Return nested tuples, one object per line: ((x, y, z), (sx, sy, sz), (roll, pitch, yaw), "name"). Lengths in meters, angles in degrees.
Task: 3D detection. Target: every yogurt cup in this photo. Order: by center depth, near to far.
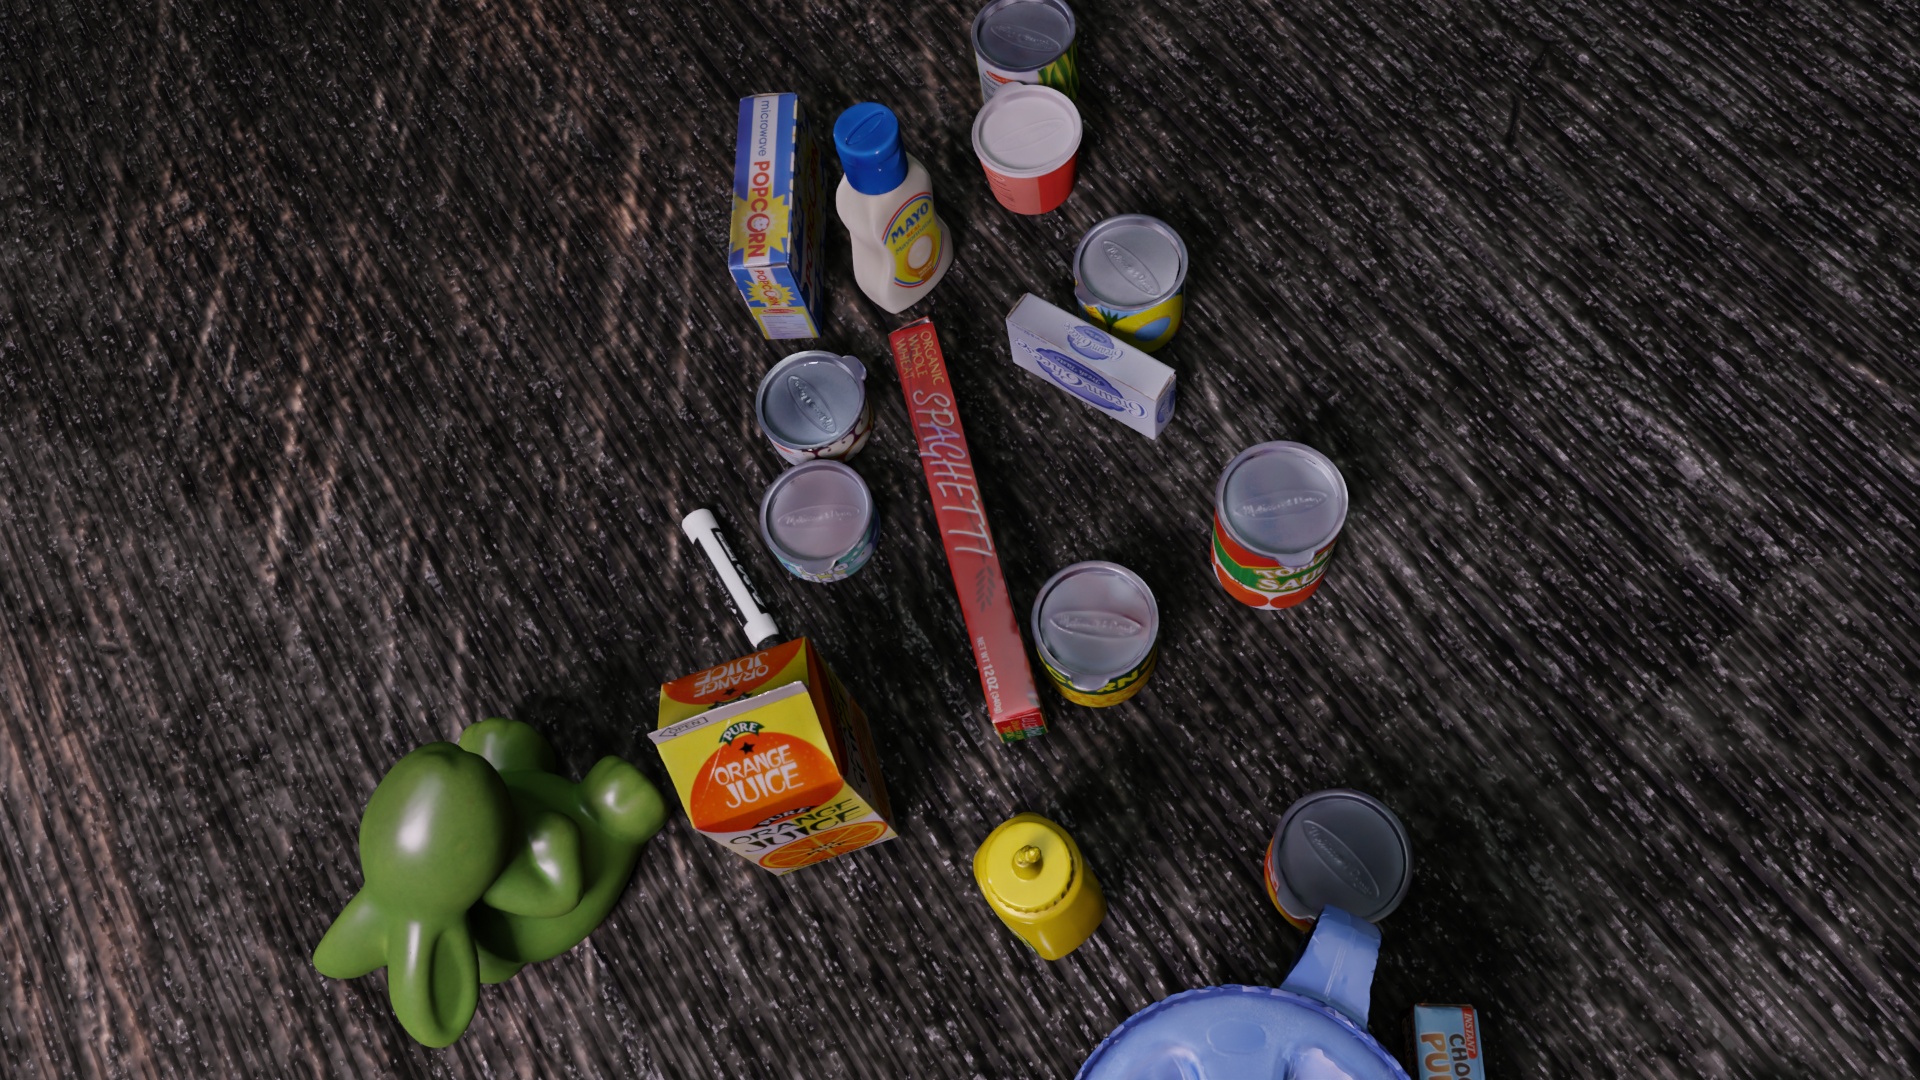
((0.044, -0.243, 0.874), (0.072, 0.053, 0.072), (-3, 68, 7), "yogurt cup")

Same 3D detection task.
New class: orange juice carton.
((-0.088, 0.105, 0.675), (0.072, 0.192, 0.073), (-18, 67, 0), "orange juice carton")

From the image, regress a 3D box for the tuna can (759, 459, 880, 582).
((-0.081, -0.008, 0.807), (0.071, 0.032, 0.071), (-3, 68, 7), "tuna can")

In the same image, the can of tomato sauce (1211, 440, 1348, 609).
((0.170, -0.005, 0.745), (0.071, 0.083, 0.071), (-3, 68, 7), "can of tomato sauce")

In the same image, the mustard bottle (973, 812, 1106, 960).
((0.034, 0.159, 0.655), (0.049, 0.159, 0.065), (-40, 69, -9), "mustard bottle")

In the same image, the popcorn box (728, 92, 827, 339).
((-0.111, -0.200, 0.861), (0.038, 0.085, 0.127), (-3, 68, 7), "popcorn box")

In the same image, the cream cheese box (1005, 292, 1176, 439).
((0.077, -0.102, 0.813), (0.104, 0.053, 0.024), (31, 76, 18), "cream cheese box")

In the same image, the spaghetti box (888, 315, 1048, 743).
((0.003, -0.010, 0.787), (0.029, 0.050, 0.251), (-16, 67, 1), "spaghetti box")

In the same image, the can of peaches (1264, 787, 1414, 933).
((0.184, 0.163, 0.688), (0.071, 0.058, 0.071), (-3, 68, 7), "can of peaches")

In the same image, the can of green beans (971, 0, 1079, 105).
((0.043, -0.311, 0.900), (0.071, 0.057, 0.071), (-3, 68, 7), "can of green beans")

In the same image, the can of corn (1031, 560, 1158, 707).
((0.073, 0.054, 0.747), (0.071, 0.058, 0.071), (-3, 68, 7), "can of corn")

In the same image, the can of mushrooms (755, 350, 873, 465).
((-0.085, -0.079, 0.836), (0.071, 0.033, 0.071), (-3, 68, 7), "can of mushrooms")

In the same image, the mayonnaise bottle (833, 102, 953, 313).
((-0.042, -0.195, 0.816), (0.041, 0.147, 0.065), (40, 79, 20), "mayonnaise bottle")

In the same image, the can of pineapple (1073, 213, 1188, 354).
((0.100, -0.151, 0.827), (0.071, 0.057, 0.071), (-3, 68, 7), "can of pineapple")

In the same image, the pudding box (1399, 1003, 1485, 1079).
((0.226, 0.261, 0.647), (0.030, 0.049, 0.084), (-2, 68, 7), "pudding box")
